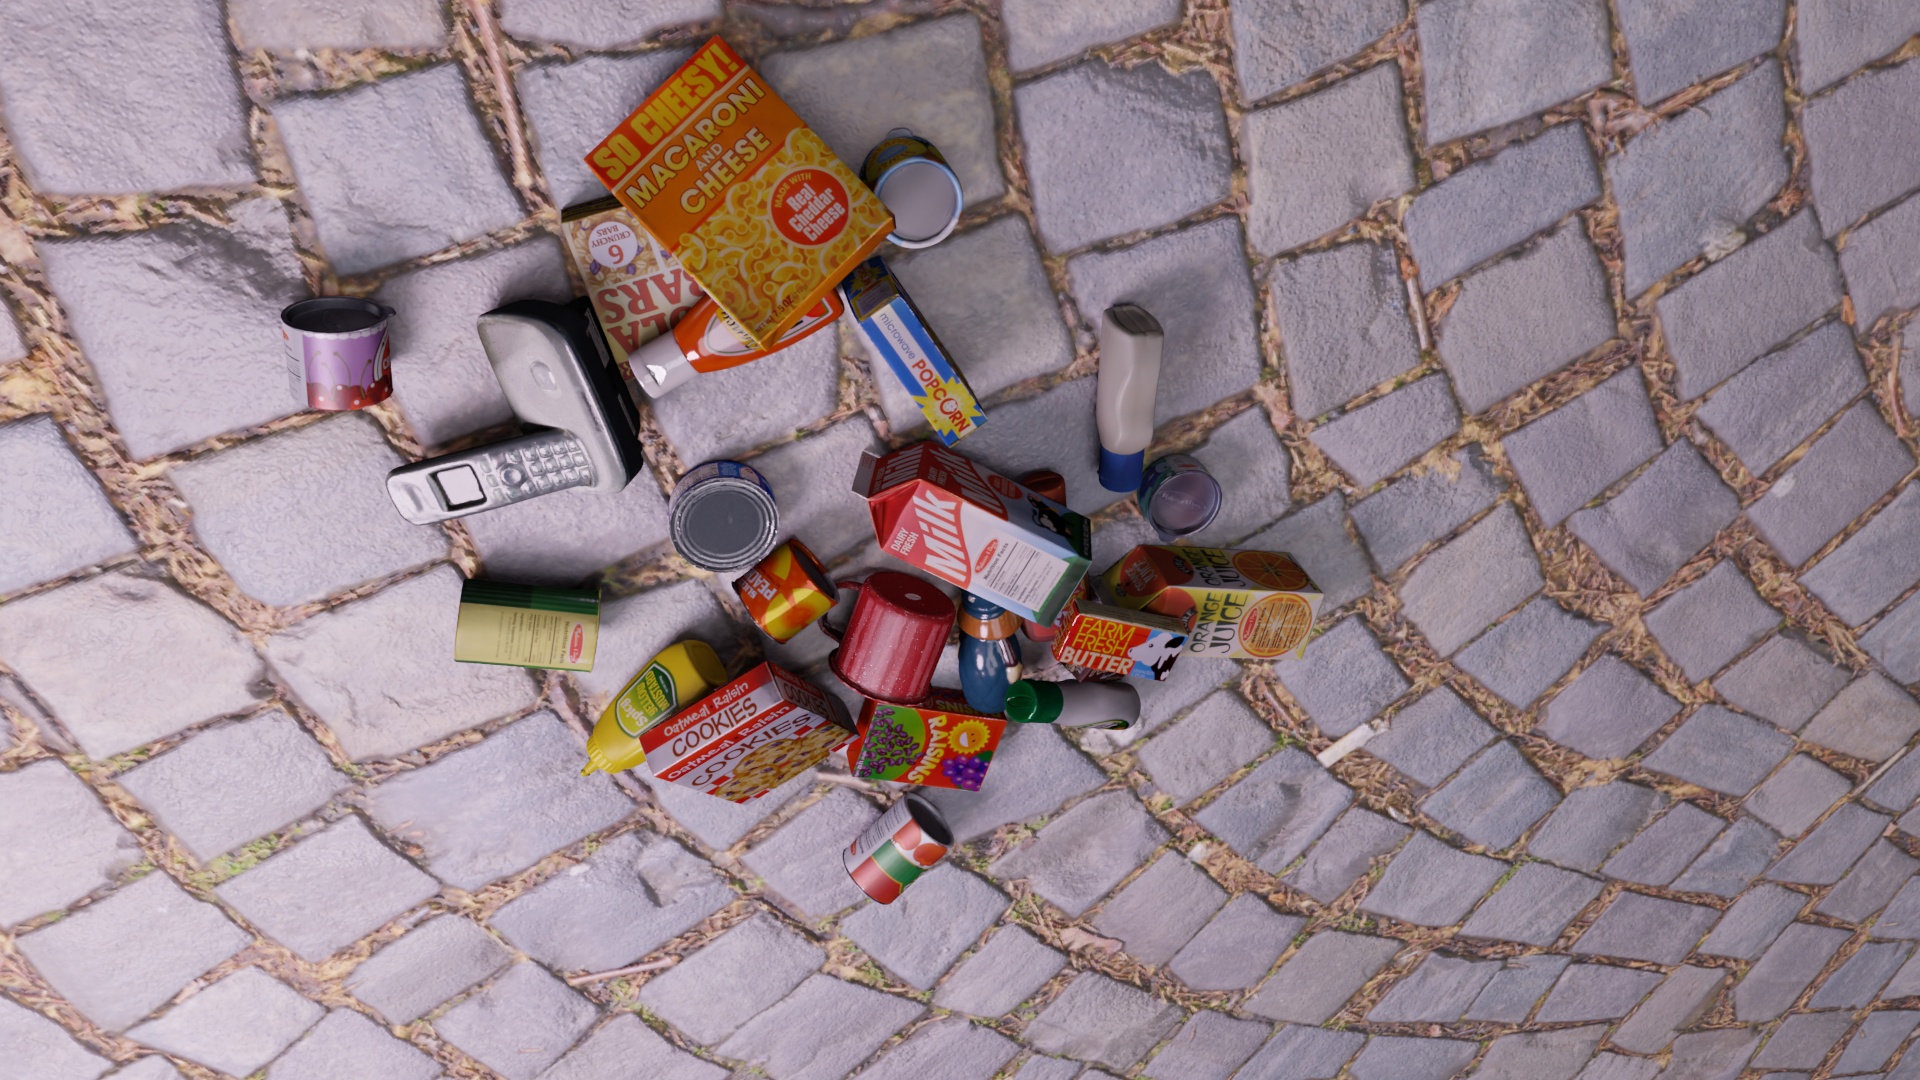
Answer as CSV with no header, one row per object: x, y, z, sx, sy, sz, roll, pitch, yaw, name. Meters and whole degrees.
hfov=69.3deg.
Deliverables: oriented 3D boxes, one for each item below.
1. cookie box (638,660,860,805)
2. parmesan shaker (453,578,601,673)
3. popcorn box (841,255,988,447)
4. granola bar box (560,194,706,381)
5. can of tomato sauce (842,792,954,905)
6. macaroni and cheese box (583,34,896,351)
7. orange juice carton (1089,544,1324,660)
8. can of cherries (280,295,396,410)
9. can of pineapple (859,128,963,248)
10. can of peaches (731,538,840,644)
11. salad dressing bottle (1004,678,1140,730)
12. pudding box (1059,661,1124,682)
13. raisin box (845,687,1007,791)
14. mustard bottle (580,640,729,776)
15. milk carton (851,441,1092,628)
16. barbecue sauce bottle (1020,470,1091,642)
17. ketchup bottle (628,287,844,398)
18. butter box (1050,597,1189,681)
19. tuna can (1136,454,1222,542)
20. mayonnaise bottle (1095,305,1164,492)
-0.171,0.162,1.151,0.123,0.040,0.167,-31,155,6,cookie box
-0.336,0.064,1.082,0.103,0.071,0.071,7,118,-17,parmesan shaker
-0.035,-0.140,1.028,0.038,0.085,0.126,-34,122,6,popcorn box
-0.181,-0.196,0.984,0.166,0.039,0.123,-18,123,-4,granola bar box
-0.056,0.285,1.285,0.083,0.071,0.071,-44,121,12,can of tomato sauce
-0.144,-0.227,0.917,0.124,0.040,0.166,-44,89,-3,macaroni and cheese box
0.210,0.054,1.214,0.193,0.072,0.072,3,119,-17,orange juice carton
-0.421,-0.128,0.946,0.071,0.072,0.058,0,120,-14,can of cherries
-0.036,-0.248,0.981,0.071,0.058,0.070,-6,121,-11,can of pineapple
-0.140,0.039,1.117,0.058,0.071,0.071,-36,122,8,can of peaches
0.099,0.143,1.221,0.148,0.064,0.044,10,77,-47,salad dressing bottle
0.128,0.097,1.221,0.049,0.030,0.084,-53,153,18,pudding box
-0.031,0.175,1.243,0.123,0.040,0.085,11,116,-19,raisin box
-0.263,0.150,1.152,0.160,0.065,0.049,-42,153,14,mustard bottle
0.004,-0.014,1.094,0.190,0.073,0.073,25,117,-10,milk carton
0.075,0.013,1.172,0.065,0.044,0.147,-14,122,-10,barbecue sauce bottle
-0.158,-0.150,0.967,0.149,0.044,0.064,-29,112,5,ketchup bottle
0.132,0.083,1.154,0.103,0.024,0.053,12,120,-18,butter box
0.184,-0.036,1.178,0.071,0.033,0.070,-7,121,-11,tuna can
0.132,-0.109,1.106,0.041,0.065,0.147,-9,126,-13,mayonnaise bottle
